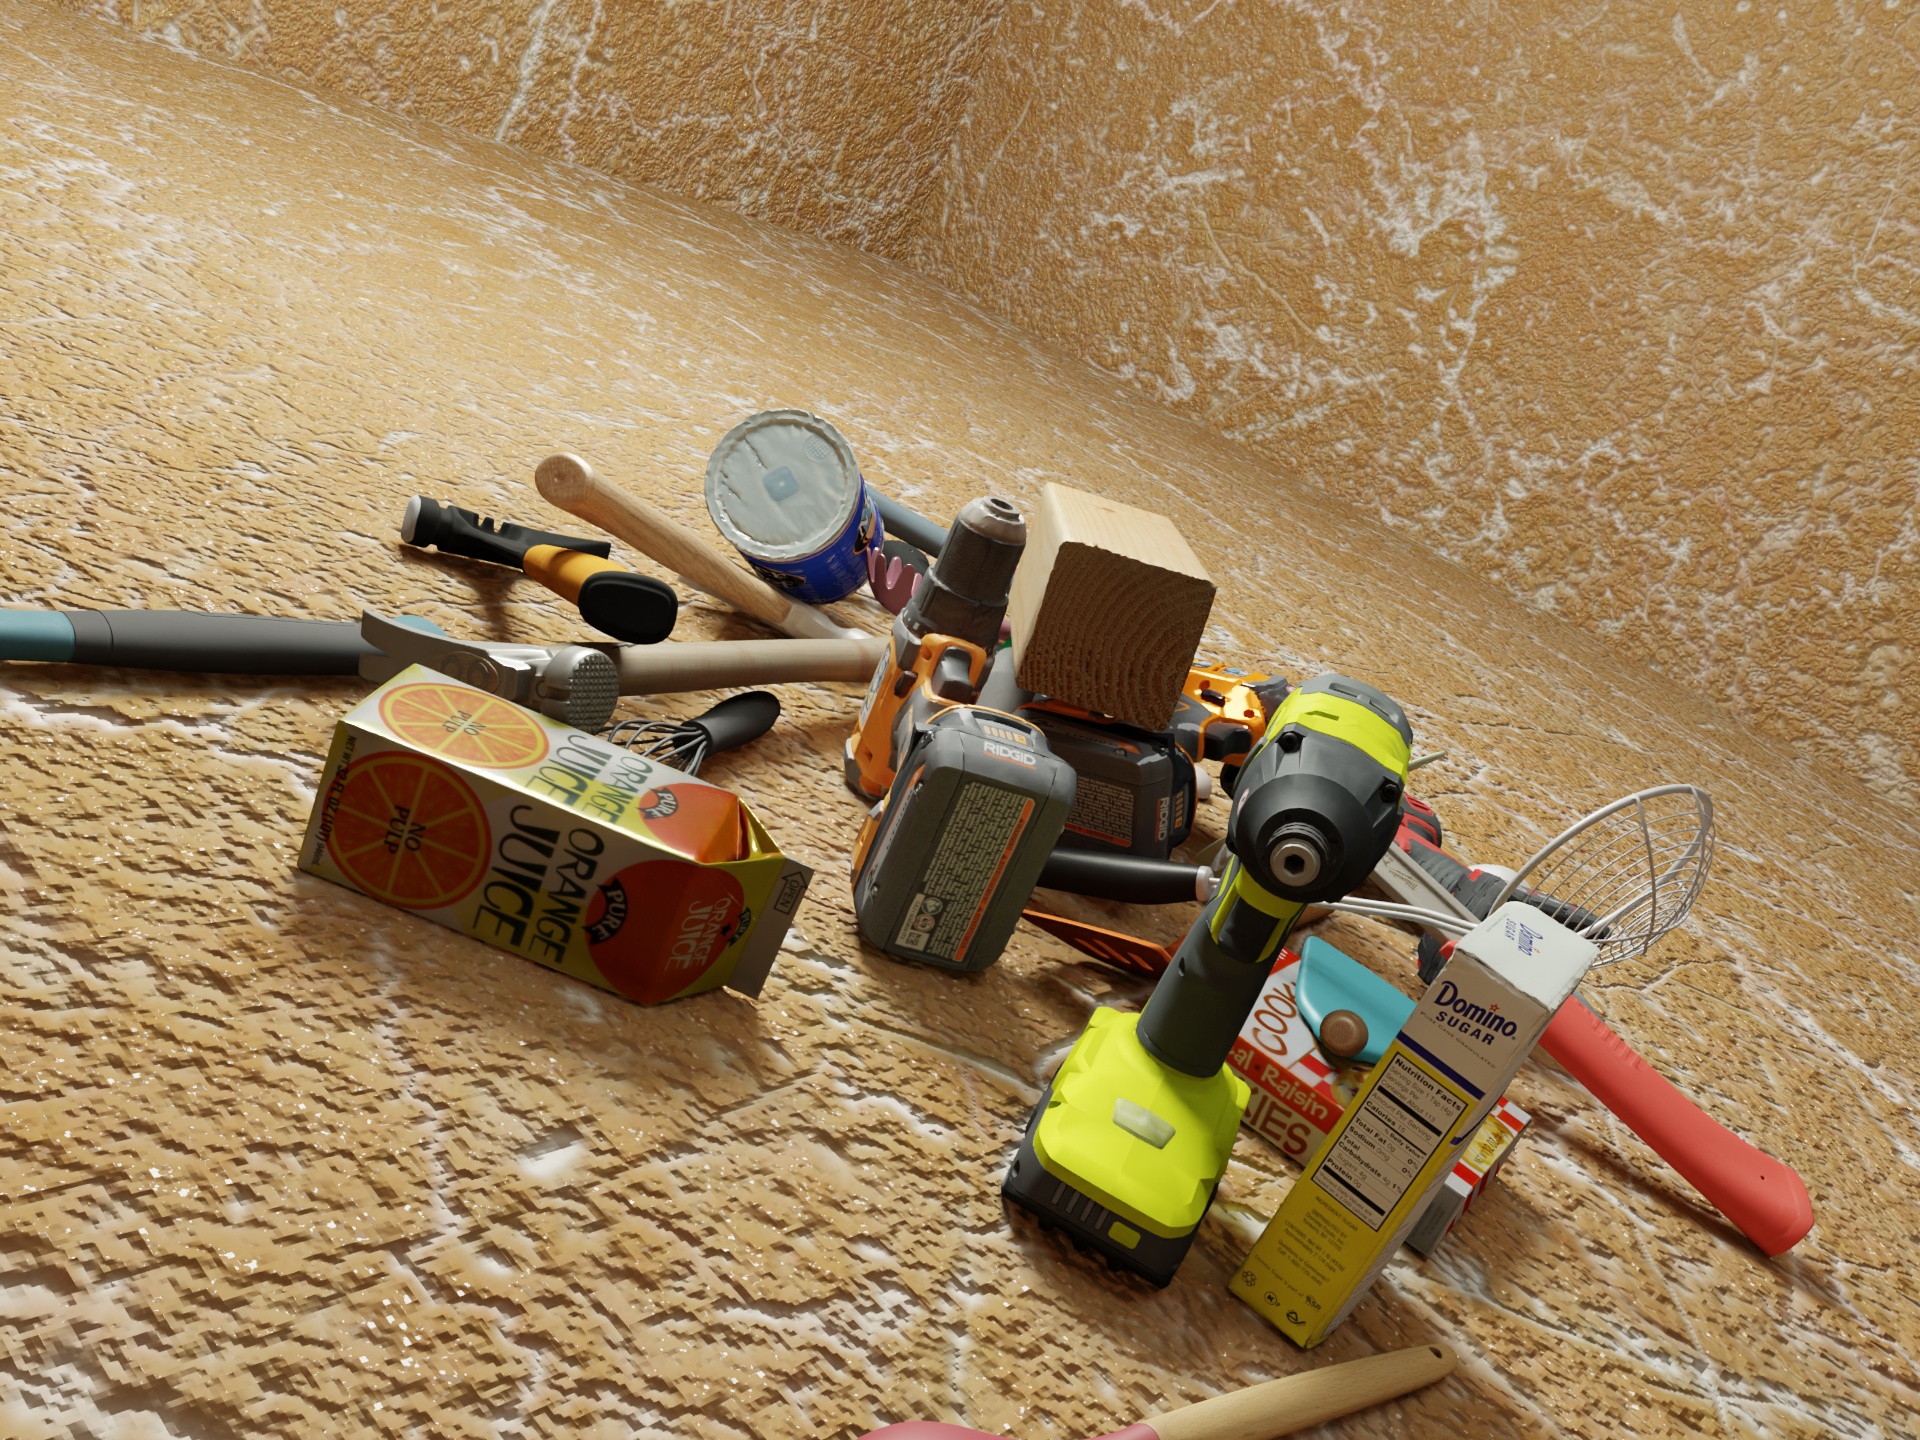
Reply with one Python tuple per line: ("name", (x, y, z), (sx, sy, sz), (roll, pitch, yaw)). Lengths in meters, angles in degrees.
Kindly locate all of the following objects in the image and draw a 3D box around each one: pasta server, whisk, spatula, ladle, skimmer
("pasta server", (0.063, -0.065, 1.170), (0.316, 0.040, 0.060), (14, 11, -32))
("whisk", (-0.140, 0.014, 0.831), (0.055, 0.055, 0.239), (27, 15, 7))
("spatula", (0.172, 0.126, 0.691), (0.082, 0.044, 0.317), (35, -1, 17))
("spatula", (0.147, 0.115, 0.901), (0.081, 0.041, 0.322), (11, 8, 35))
("ladle", (0.079, 0.239, 0.531), (0.315, 0.031, 0.069), (8, 25, -42))
("skimmer", (0.193, 0.068, 0.831), (0.363, 0.090, 0.127), (5, -32, 21))

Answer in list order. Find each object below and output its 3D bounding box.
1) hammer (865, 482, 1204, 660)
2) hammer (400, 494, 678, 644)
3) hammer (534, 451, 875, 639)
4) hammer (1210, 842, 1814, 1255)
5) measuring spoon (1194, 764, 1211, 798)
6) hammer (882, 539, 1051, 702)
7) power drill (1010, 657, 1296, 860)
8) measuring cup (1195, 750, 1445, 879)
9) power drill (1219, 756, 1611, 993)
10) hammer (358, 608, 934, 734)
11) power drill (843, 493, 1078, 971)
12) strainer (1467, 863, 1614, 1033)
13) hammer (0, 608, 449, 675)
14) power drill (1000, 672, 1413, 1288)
("hammer", (0.048, -0.111, 1.284), (0.386, 0.038, 0.143), (27, 16, -22))
("hammer", (-0.211, -0.079, 0.857), (0.127, 0.034, 0.337), (13, 5, -29))
("hammer", (-0.157, -0.096, 0.947), (0.130, 0.031, 0.331), (29, -1, 18))
("hammer", (0.309, 0.157, 0.880), (0.359, 0.036, 0.149), (44, 58, 14))
("measuring spoon", (0.132, 0.019, 1.161), (0.124, 0.018, 0.034), (33, 22, 25))
("hammer", (0.010, -0.057, 1.193), (0.146, 0.035, 0.335), (11, 23, -34))
("power drill", (0.135, 0.019, 0.976), (0.164, 0.084, 0.226), (15, 24, 32))
("measuring cup", (0.228, 0.066, 0.978), (0.083, 0.167, 0.038), (66, 1, -76))
("power drill", (0.287, 0.095, 1.045), (0.187, 0.080, 0.227), (20, 16, -31))
("hammer", (-0.132, -0.034, 0.887), (0.146, 0.038, 0.410), (12, 8, 28))
("power drill", (-0.001, -0.003, 0.826), (0.084, 0.185, 0.226), (17, 24, -15))
("strainer", (0.389, 0.159, 1.070), (0.087, 0.050, 0.259), (2, 28, -13))
("hammer", (-0.379, -0.037, 0.698), (0.330, 0.033, 0.128), (0, 30, -49))
("power drill", (0.101, 0.098, 0.618), (0.080, 0.223, 0.171), (28, 20, 10))
